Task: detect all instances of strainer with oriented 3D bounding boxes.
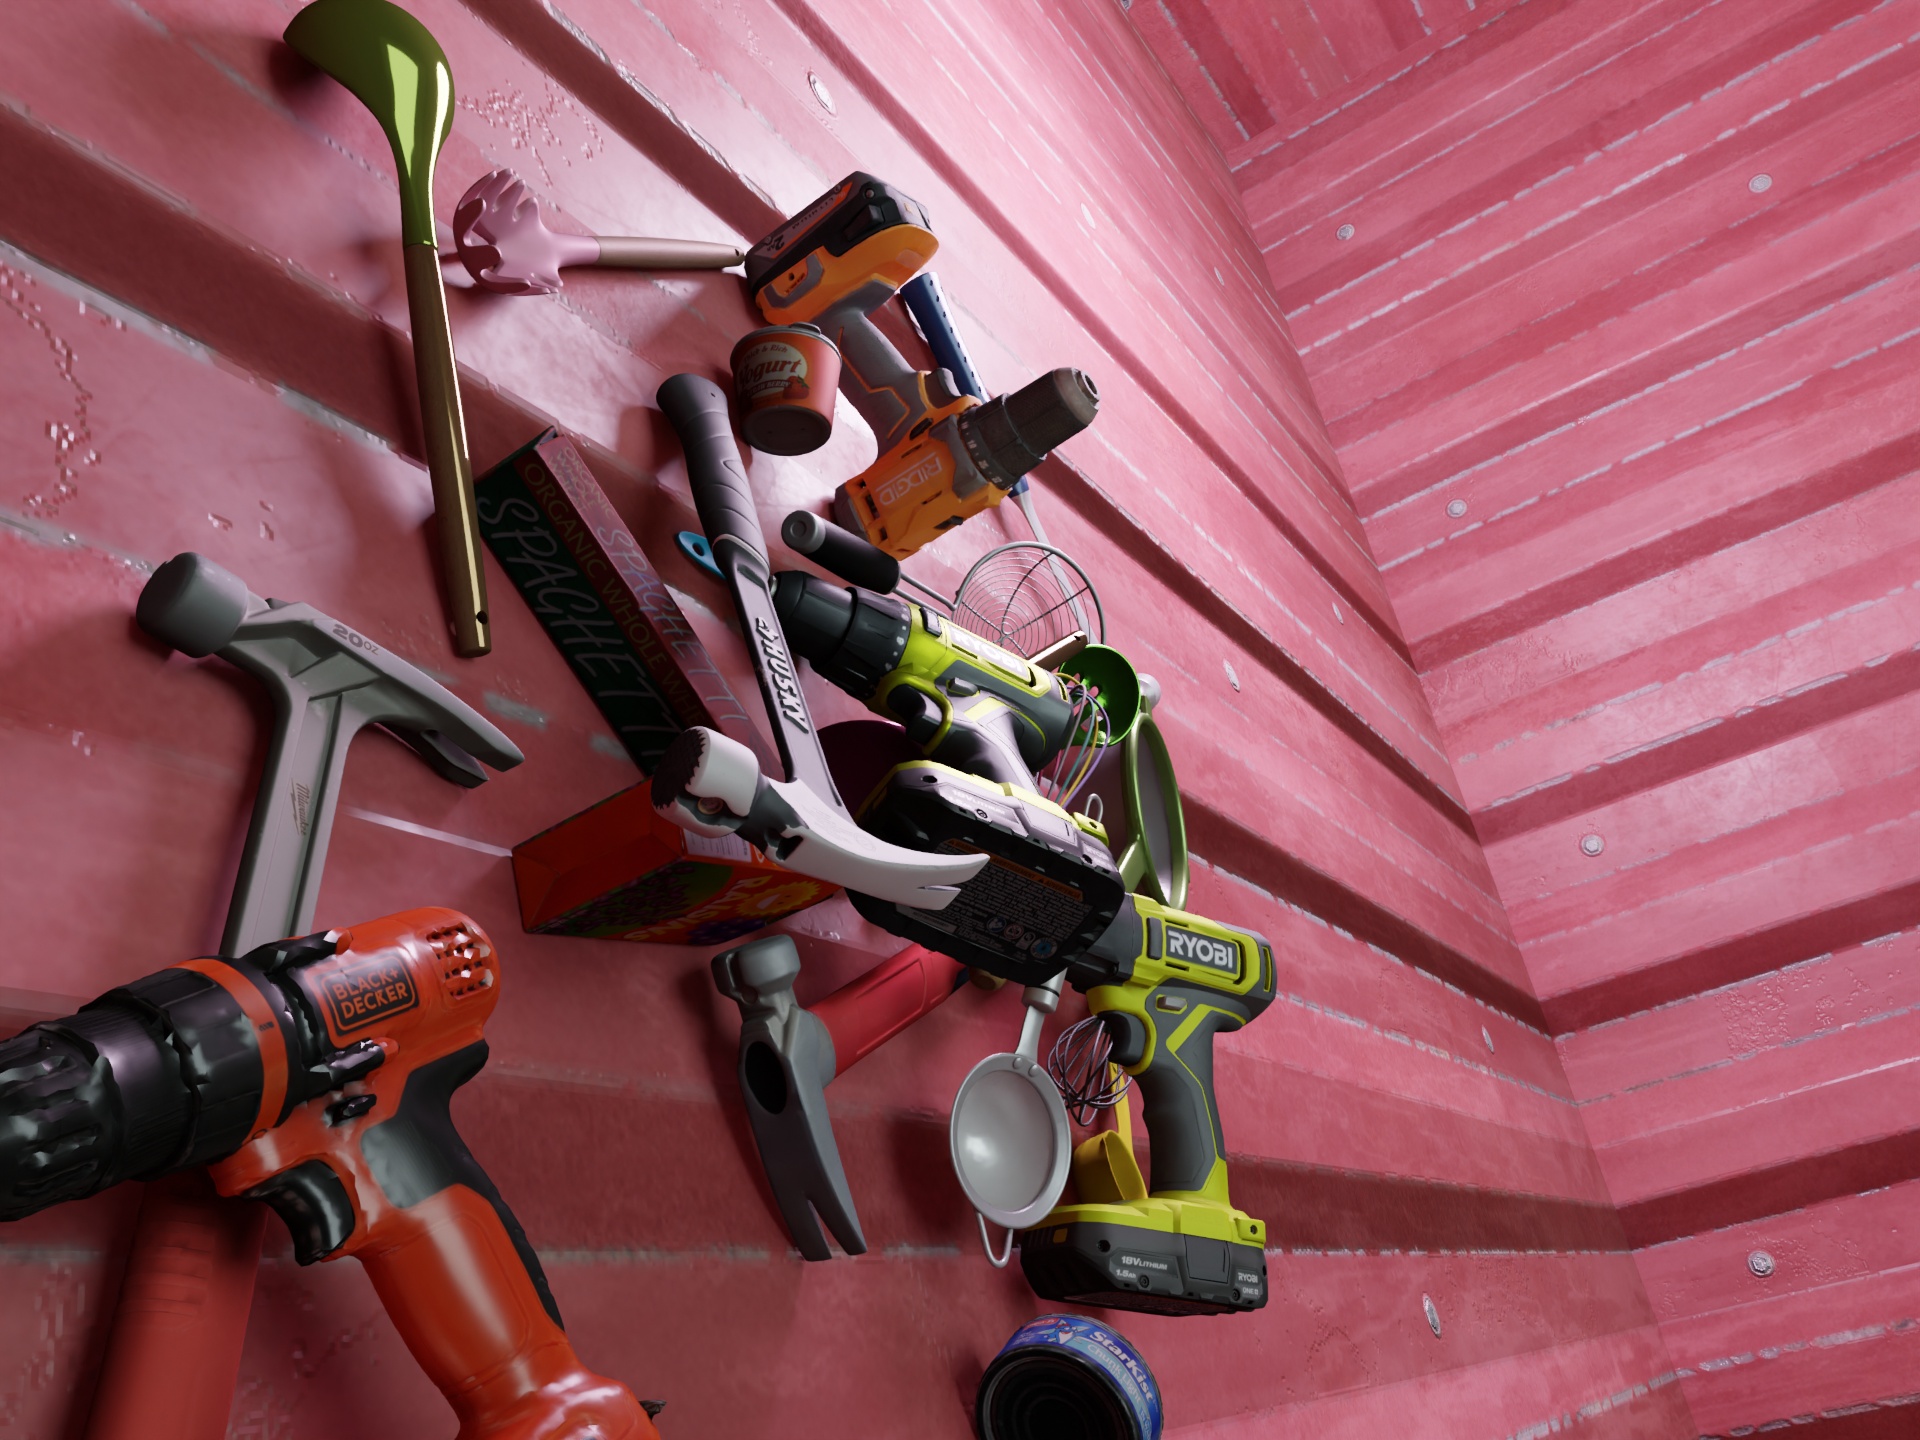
[{"bbox_3d":[0.100,0.089,1.097,0.256,0.069,0.151,-47,124,-66],"label":"strainer"},{"bbox_3d":[0.039,0.155,0.835,0.086,0.050,0.259,35,61,-32],"label":"strainer"}]

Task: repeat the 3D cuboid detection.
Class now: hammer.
[{"bbox_3d":[-0.095,-0.063,0.744,0.149,0.036,0.409,29,23,-33],"label":"hammer"},{"bbox_3d":[-0.211,0.118,0.477,0.149,0.036,0.359,41,33,-43],"label":"hammer"},{"bbox_3d":[0.053,-0.175,1.301,0.405,0.035,0.144,64,24,-4],"label":"hammer"},{"bbox_3d":[-0.009,0.148,0.859,0.386,0.038,0.143,-16,90,-68],"label":"hammer"}]

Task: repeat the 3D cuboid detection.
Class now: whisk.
[{"bbox_3d":[0.040,0.056,0.925,0.245,0.051,0.047,-69,146,-45],"label":"whisk"},{"bbox_3d":[0.096,0.192,1.038,0.055,0.055,0.239,62,19,-7],"label":"whisk"}]

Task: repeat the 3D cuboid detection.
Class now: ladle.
[{"bbox_3d":[-0.243,-0.178,0.701,0.078,0.062,0.320,9,66,-59],"label":"ladle"}]

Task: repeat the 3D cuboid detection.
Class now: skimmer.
[{"bbox_3d":[0.003,-0.077,0.990,0.363,0.090,0.127,20,77,-69],"label":"skimmer"}]

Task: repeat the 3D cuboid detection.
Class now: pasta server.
[{"bbox_3d":[-0.187,-0.264,0.888,0.316,0.040,0.060,-39,115,-67],"label":"pasta server"}]

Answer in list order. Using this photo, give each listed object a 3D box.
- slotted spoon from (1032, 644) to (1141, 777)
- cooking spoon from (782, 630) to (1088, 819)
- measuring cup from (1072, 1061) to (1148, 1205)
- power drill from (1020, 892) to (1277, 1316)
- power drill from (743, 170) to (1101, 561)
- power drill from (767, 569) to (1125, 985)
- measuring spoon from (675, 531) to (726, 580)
[{"bbox_3d":[0.034,0.032,0.998,0.070,0.031,0.314,58,39,-7],"label":"slotted spoon"},{"bbox_3d":[-0.002,-0.003,0.955,0.069,0.017,0.319,42,37,13],"label":"cooking spoon"},{"bbox_3d":[0.090,0.258,0.993,0.062,0.029,0.157,59,13,-17],"label":"measuring cup"},{"bbox_3d":[0.100,0.211,0.897,0.171,0.080,0.223,18,60,-26],"label":"power drill"},{"bbox_3d":[-0.026,-0.235,1.019,0.084,0.185,0.226,-1,66,-63],"label":"power drill"},{"bbox_3d":[-0.015,0.015,0.817,0.190,0.080,0.229,25,26,-25],"label":"power drill"},{"bbox_3d":[-0.113,-0.068,0.889,0.128,0.021,0.042,32,40,-38],"label":"measuring spoon"}]
